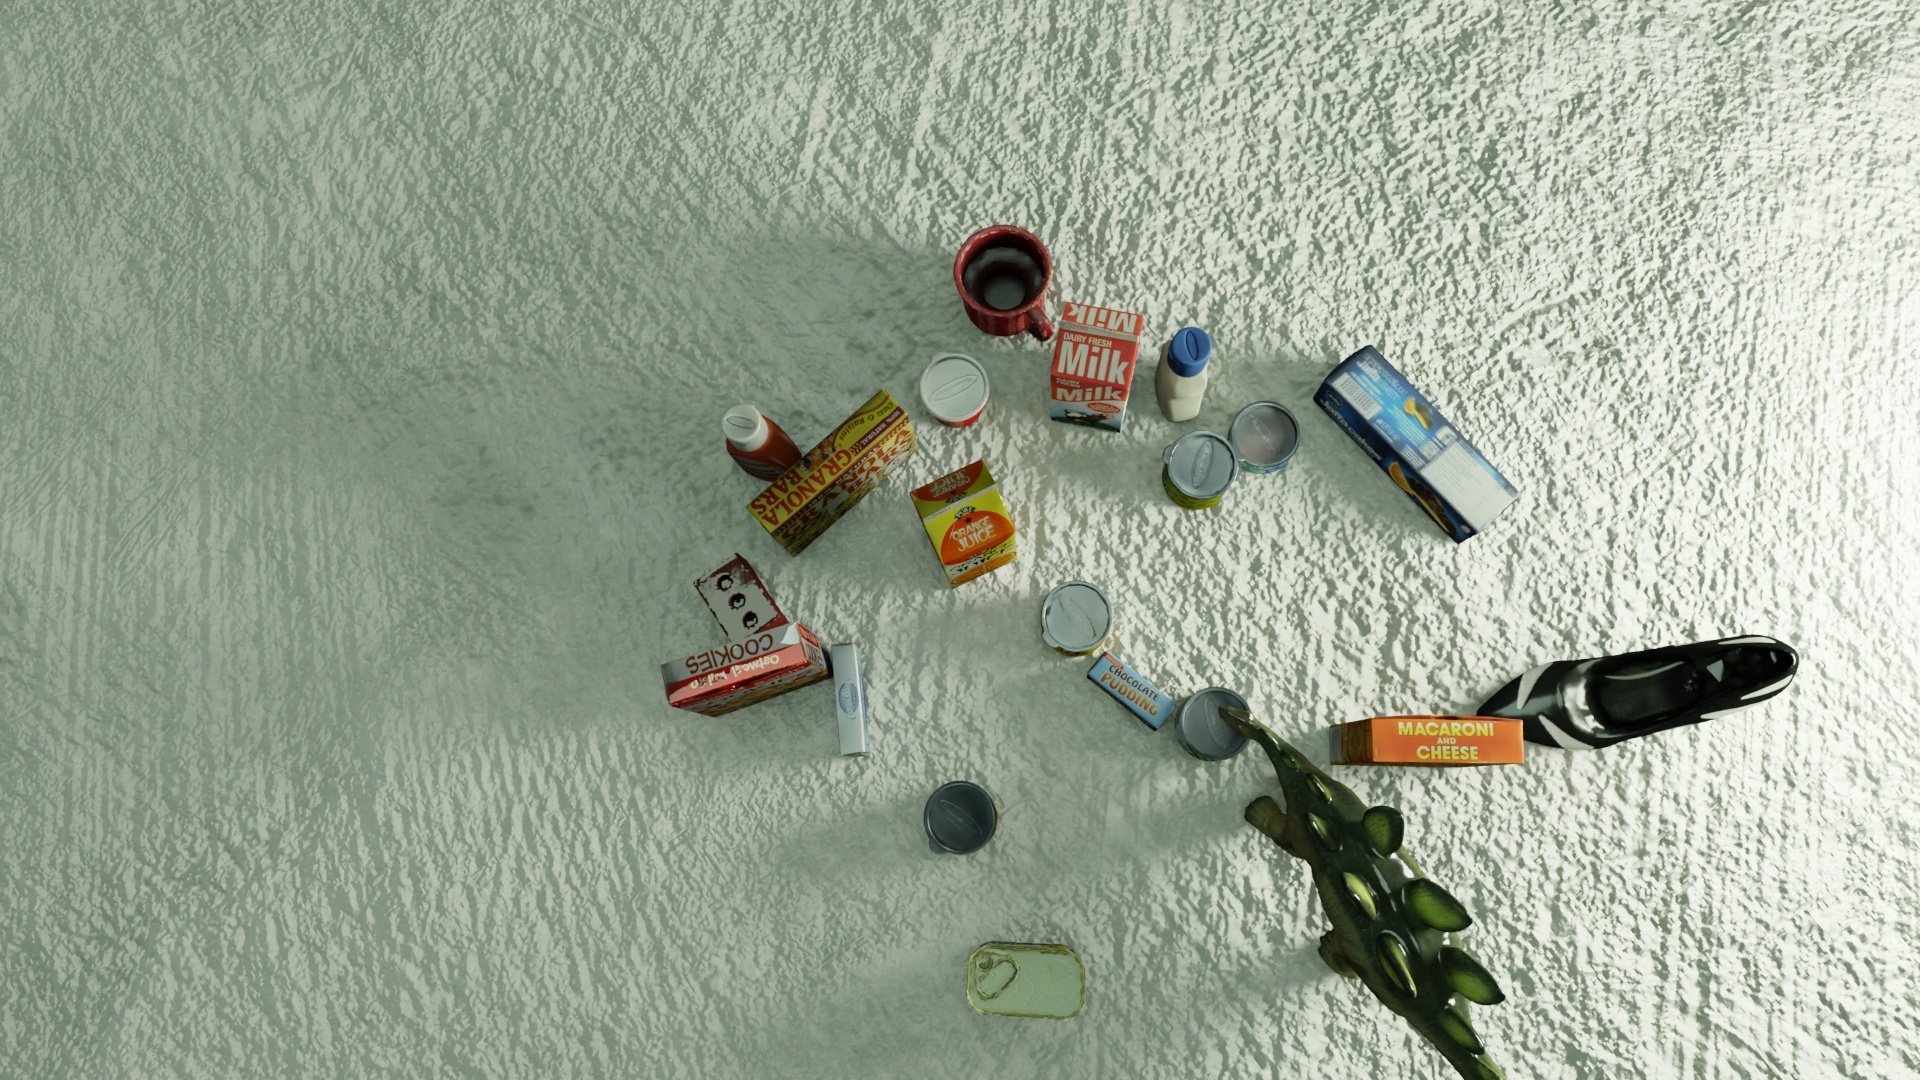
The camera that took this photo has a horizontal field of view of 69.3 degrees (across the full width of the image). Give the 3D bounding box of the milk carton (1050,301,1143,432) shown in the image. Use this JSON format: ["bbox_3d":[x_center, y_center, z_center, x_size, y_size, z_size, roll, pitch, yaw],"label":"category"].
[{"bbox_3d":[0.124,-0.163,1.275,0.072,0.190,0.073,12,80,5],"label":"milk carton"}]

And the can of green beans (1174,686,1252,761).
[{"bbox_3d":[0.231,0.169,1.272,0.071,0.057,0.071,-1,79,3],"label":"can of green beans"}]

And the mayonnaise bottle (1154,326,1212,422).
[{"bbox_3d":[0.207,-0.157,1.291,0.041,0.148,0.065,-11,79,1],"label":"mayonnaise bottle"}]

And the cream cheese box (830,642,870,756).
[{"bbox_3d":[-0.102,0.149,1.294,0.024,0.053,0.104,-7,79,2],"label":"cream cheese box"}]

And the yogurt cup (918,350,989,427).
[{"bbox_3d":[-0.005,-0.142,1.347,0.072,0.054,0.072,-1,79,3],"label":"yogurt cup"}]

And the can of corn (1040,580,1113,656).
[{"bbox_3d":[0.106,0.076,1.296,0.071,0.058,0.071,-1,79,3],"label":"can of corn"}]

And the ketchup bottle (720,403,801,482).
[{"bbox_3d":[-0.190,-0.092,1.298,0.065,0.148,0.043,14,80,5],"label":"ketchup bottle"}]

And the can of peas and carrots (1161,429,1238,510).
[{"bbox_3d":[0.224,-0.066,1.318,0.071,0.058,0.071,-1,79,3],"label":"can of peas and carrots"}]

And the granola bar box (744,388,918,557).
[{"bbox_3d":[-0.115,-0.060,1.300,0.166,0.124,0.039,-41,80,-5],"label":"granola bar box"}]

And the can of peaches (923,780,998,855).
[{"bbox_3d":[0.000,0.255,1.266,0.071,0.058,0.071,-1,79,3],"label":"can of peaches"}]

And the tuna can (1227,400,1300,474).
[{"bbox_3d":[0.289,-0.097,1.334,0.071,0.032,0.071,-1,79,3],"label":"tuna can"}]

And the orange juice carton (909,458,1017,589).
[{"bbox_3d":[0.004,-0.016,1.251,0.072,0.192,0.073,-25,79,-2],"label":"orange juice carton"}]

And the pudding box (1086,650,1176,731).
[{"bbox_3d":[0.158,0.139,1.285,0.084,0.049,0.030,38,83,9],"label":"pudding box"}]

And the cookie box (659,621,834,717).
[{"bbox_3d":[-0.186,0.119,1.246,0.123,0.167,0.040,-19,79,-1],"label":"cookie box"}]

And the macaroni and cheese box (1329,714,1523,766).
[{"bbox_3d":[0.399,0.176,1.207,0.124,0.166,0.040,0,79,3],"label":"macaroni and cheese box"}]
